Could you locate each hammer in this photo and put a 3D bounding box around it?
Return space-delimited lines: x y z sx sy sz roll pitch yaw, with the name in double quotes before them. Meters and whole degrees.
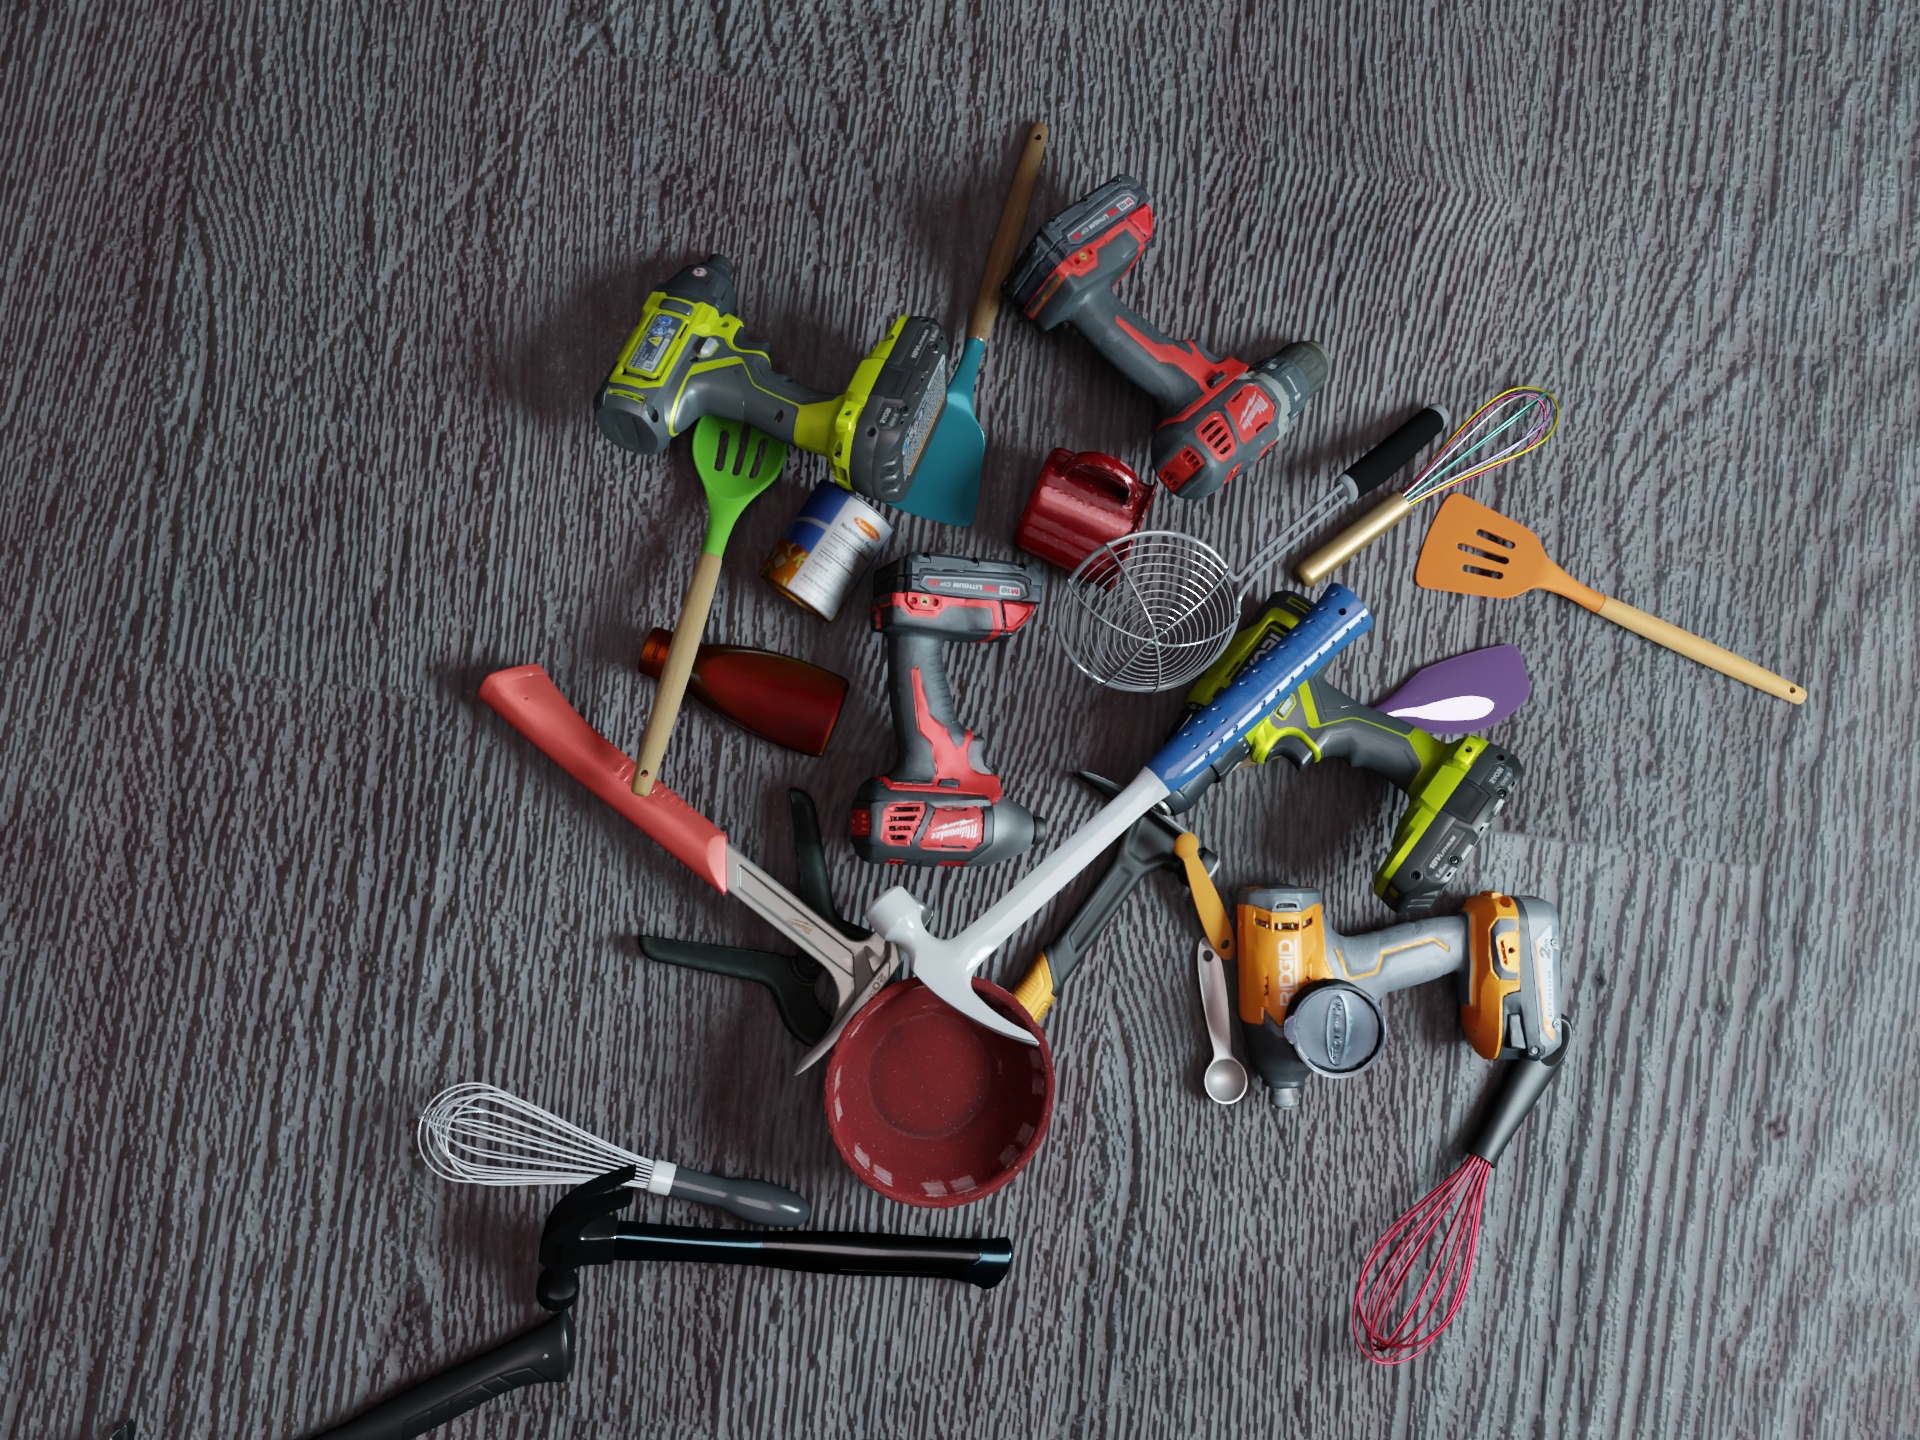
"hammer" 0.132 0.053 1.099 0.405 0.035 0.144 -41 75 -9
"hammer" 0.046 0.199 1.170 0.127 0.034 0.337 37 84 -3
"hammer" -0.128 0.375 1.126 0.331 0.033 0.128 7 124 -10
"hammer" -0.427 0.498 1.109 0.335 0.035 0.146 -24 89 -6
"hammer" -0.202 0.088 1.131 0.359 0.036 0.149 37 82 5

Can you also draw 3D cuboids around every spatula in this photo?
"spatula" 0.016 -0.307 1.207 0.082 0.044 0.317 17 80 -4
"spatula" 0.513 -0.081 1.237 0.322 0.041 0.081 23 84 -7
"spatula" 0.289 0.008 1.212 0.316 0.018 0.060 -16 89 -7

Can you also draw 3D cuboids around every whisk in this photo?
"whisk" 0.359 -0.179 1.219 0.245 0.051 0.047 -37 96 -3
"whisk" -0.244 0.317 1.130 0.284 0.070 0.070 17 85 -9
"whisk" 0.378 0.343 1.182 0.073 0.073 0.296 35 77 -2

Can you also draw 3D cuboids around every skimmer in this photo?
"skimmer" 0.224 -0.145 1.172 0.363 0.090 0.127 -38 125 -27

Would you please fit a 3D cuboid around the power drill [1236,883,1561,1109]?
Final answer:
"power drill" 0.318 0.203 1.173 0.226 0.084 0.164 0 87 -1

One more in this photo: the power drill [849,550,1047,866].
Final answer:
"power drill" -0.002 -0.004 1.145 0.143 0.078 0.220 5 85 -20

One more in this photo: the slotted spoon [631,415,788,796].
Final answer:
"slotted spoon" -0.188 -0.095 1.142 0.070 0.031 0.314 14 72 -2

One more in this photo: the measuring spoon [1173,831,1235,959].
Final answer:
"measuring spoon" 0.183 0.132 1.170 0.021 0.011 0.116 -30 115 -14

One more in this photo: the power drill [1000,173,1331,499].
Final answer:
"power drill" 0.162 -0.289 1.177 0.227 0.080 0.188 49 58 1

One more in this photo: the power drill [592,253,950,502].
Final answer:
"power drill" -0.127 -0.250 1.136 0.223 0.080 0.171 17 62 9

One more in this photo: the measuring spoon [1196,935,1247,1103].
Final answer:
"measuring spoon" 0.190 0.224 1.194 0.034 0.018 0.124 -4 80 -15

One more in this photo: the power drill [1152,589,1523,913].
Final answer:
"power drill" 0.263 0.035 1.147 0.229 0.080 0.190 35 76 18
